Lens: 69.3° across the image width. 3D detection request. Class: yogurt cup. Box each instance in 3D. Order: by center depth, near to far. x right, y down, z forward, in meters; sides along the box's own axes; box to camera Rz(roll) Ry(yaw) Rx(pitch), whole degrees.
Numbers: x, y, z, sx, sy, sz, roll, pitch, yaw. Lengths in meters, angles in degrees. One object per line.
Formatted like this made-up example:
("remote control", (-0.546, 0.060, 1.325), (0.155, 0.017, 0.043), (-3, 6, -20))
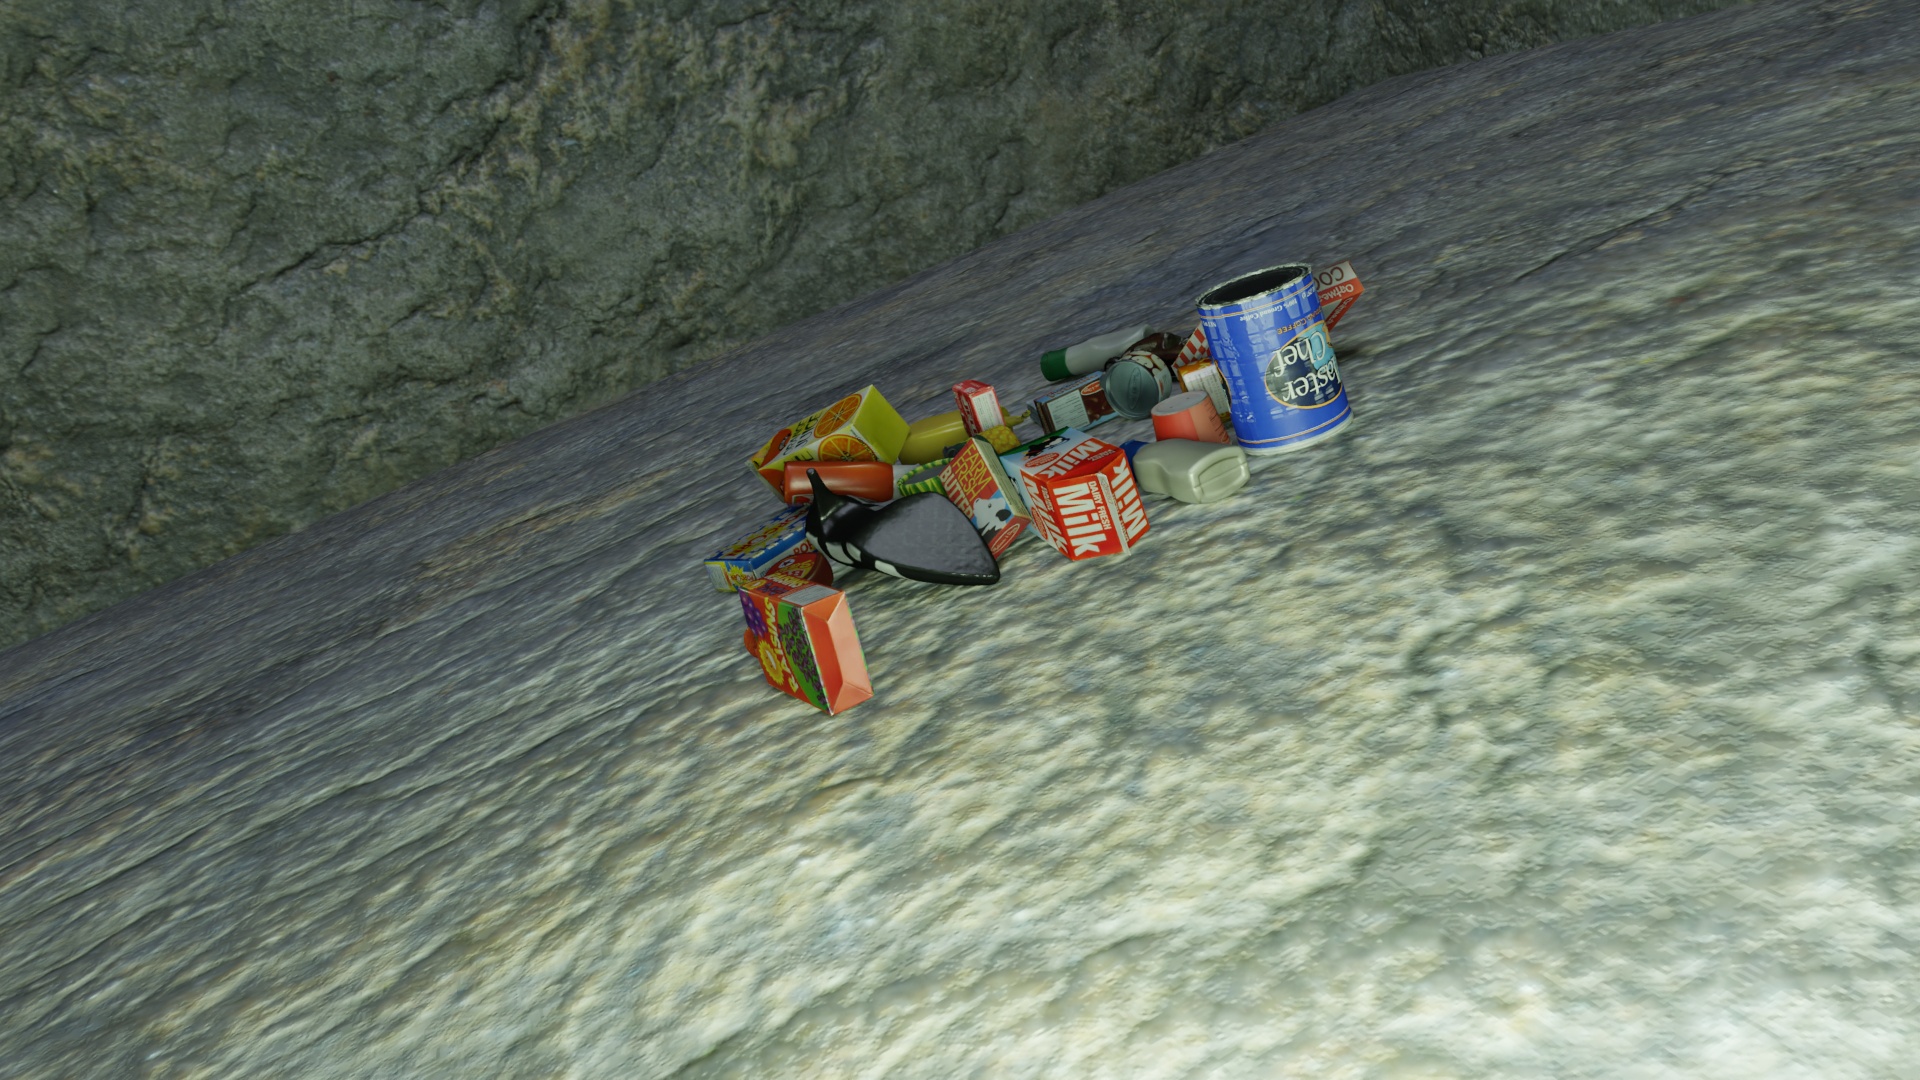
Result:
("yogurt cup", (0.206, -0.101, 1.260), (0.072, 0.053, 0.072), (-19, 18, 6))

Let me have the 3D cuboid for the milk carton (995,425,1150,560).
("milk carton", (0.098, -0.039, 1.165), (0.073, 0.072, 0.191), (-23, 18, -9))

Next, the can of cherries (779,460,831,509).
("can of cherries", (-0.154, -0.047, 1.497), (0.071, 0.058, 0.072), (-19, 17, 6))

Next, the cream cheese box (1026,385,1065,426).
("cream cheese box", (0.111, -0.146, 1.554), (0.053, 0.024, 0.104), (-23, 17, -4))

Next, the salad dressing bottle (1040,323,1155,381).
("salad dressing bottle", (0.169, -0.227, 1.702), (0.147, 0.044, 0.064), (-10, 22, 35))

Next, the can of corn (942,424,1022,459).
("can of corn", (0.026, -0.075, 1.359), (0.058, 0.071, 0.071), (-26, 18, -20))

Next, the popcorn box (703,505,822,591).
("popcorn box", (-0.184, 0.007, 1.403), (0.085, 0.038, 0.127), (-2, 25, 48))

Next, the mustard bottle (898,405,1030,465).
("mustard bottle", (0.006, -0.120, 1.551), (0.160, 0.048, 0.066), (-12, 24, 25))

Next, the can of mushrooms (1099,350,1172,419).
("can of mushrooms", (0.183, -0.163, 1.448), (0.071, 0.071, 0.034), (-5, 22, 42))

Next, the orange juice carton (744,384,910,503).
("orange juice carton", (-0.157, -0.095, 1.565), (0.192, 0.071, 0.073), (-22, 32, 35))

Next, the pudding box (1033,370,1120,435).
("pudding box", (0.126, -0.142, 1.482), (0.084, 0.049, 0.030), (-25, 19, -11))

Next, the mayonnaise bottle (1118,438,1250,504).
("mayonnaise bottle", (0.183, -0.063, 1.195), (0.065, 0.041, 0.148), (-25, 17, -18))

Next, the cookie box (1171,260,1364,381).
("cookie box", (0.308, -0.214, 1.401), (0.168, 0.040, 0.122), (-22, -13, -14))

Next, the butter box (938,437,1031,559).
("butter box", (0.020, -0.037, 1.207), (0.053, 0.024, 0.104), (-48, 46, 24))

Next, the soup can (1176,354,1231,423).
("soup can", (0.257, -0.149, 1.327), (0.084, 0.071, 0.071), (-20, 17, 5))

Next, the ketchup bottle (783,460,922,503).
("ketchup bottle", (-0.108, -0.060, 1.434), (0.149, 0.043, 0.064), (-1, -5, -9))

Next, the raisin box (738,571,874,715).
("raisin box", (-0.118, 0.075, 1.043), (0.040, 0.086, 0.123), (-22, 16, -26))

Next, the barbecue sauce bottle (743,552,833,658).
("barbecue sauce bottle", (-0.153, 0.057, 1.209), (0.065, 0.043, 0.149), (-18, 18, 12))

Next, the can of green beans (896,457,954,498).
("can of green beans", (-0.021, -0.040, 1.327), (0.071, 0.057, 0.071), (-19, 17, 6))
